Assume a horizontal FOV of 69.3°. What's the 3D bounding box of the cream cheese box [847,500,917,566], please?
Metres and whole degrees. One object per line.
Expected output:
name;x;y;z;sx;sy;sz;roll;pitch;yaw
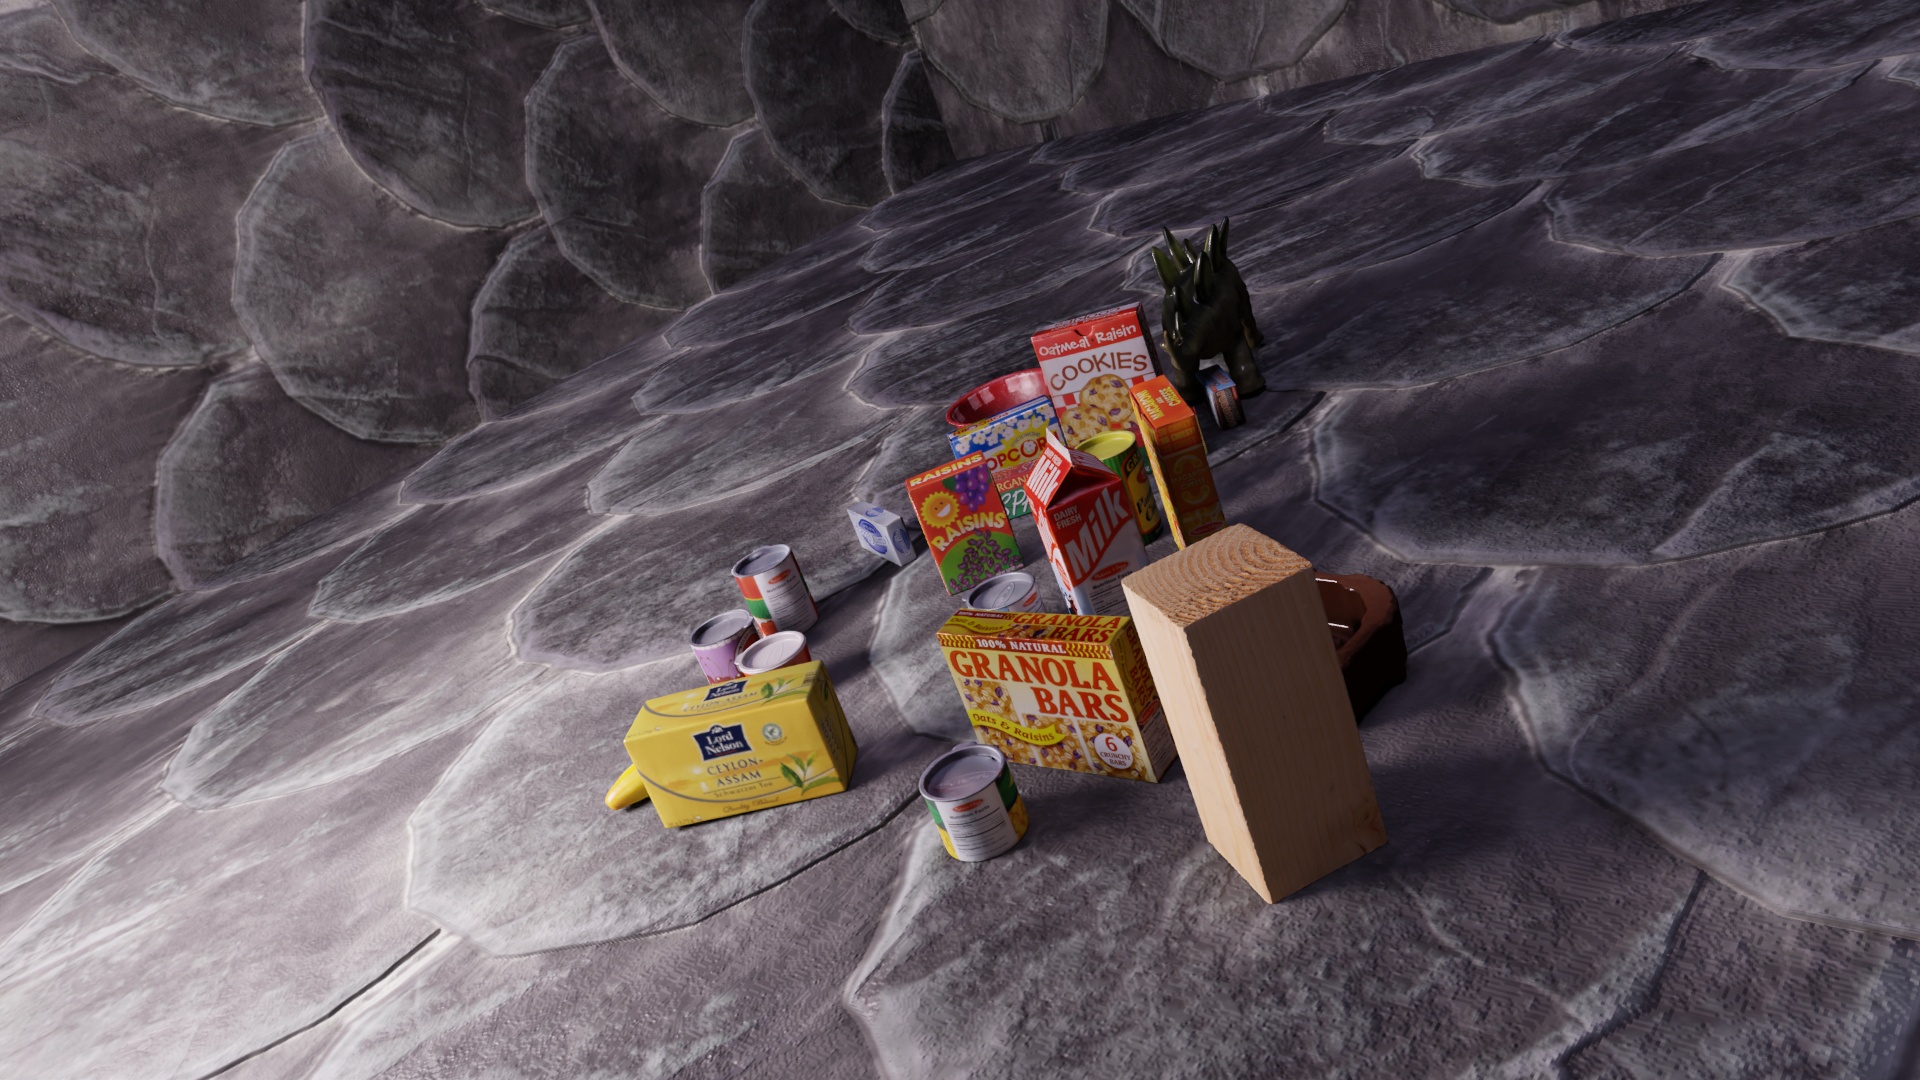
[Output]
cream cheese box;-0.088;-0.009;1.553;0.024;0.053;0.104;-30;24;-20

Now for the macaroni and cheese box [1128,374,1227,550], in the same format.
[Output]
macaroni and cheese box;0.202;-0.053;1.257;0.040;0.166;0.124;-20;23;3

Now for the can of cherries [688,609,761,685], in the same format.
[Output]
can of cherries;-0.230;0.111;1.401;0.071;0.058;0.072;-18;23;8

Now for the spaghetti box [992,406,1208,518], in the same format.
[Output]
spaghetti box;0.144;-0.081;1.520;0.250;0.050;0.029;-18;23;6

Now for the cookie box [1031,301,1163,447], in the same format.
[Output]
cookie box;0.165;-0.171;1.550;0.123;0.166;0.040;-12;24;21

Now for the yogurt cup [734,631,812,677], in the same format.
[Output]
yogurt cup;-0.170;0.126;1.323;0.072;0.053;0.073;-18;23;8

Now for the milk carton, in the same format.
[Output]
milk carton;0.112;-0.003;1.194;0.073;0.190;0.072;-23;23;-5

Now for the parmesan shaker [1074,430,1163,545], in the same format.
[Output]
parmesan shaker;0.156;-0.049;1.371;0.071;0.102;0.071;-18;23;8

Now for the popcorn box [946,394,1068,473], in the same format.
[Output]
popcorn box;0.058;-0.104;1.600;0.127;0.085;0.038;-22;22;-3

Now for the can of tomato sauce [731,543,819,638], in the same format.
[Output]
can of tomato sauce;-0.194;0.055;1.464;0.071;0.082;0.071;-18;23;8

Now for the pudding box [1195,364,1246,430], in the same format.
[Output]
pudding box;0.294;-0.163;1.574;0.030;0.049;0.084;-20;23;4

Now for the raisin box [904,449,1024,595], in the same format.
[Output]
raisin box;0.005;-0.018;1.403;0.086;0.123;0.040;-21;22;0

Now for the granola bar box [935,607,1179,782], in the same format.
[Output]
granola bar box;0.072;0.114;1.052;0.165;0.123;0.039;0;31;41

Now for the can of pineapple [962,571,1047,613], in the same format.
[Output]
can of pineapple;0.044;0.069;1.262;0.071;0.057;0.071;-18;23;8

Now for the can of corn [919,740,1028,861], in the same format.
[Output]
can of corn;0.011;0.191;1.019;0.071;0.058;0.071;-18;23;8
